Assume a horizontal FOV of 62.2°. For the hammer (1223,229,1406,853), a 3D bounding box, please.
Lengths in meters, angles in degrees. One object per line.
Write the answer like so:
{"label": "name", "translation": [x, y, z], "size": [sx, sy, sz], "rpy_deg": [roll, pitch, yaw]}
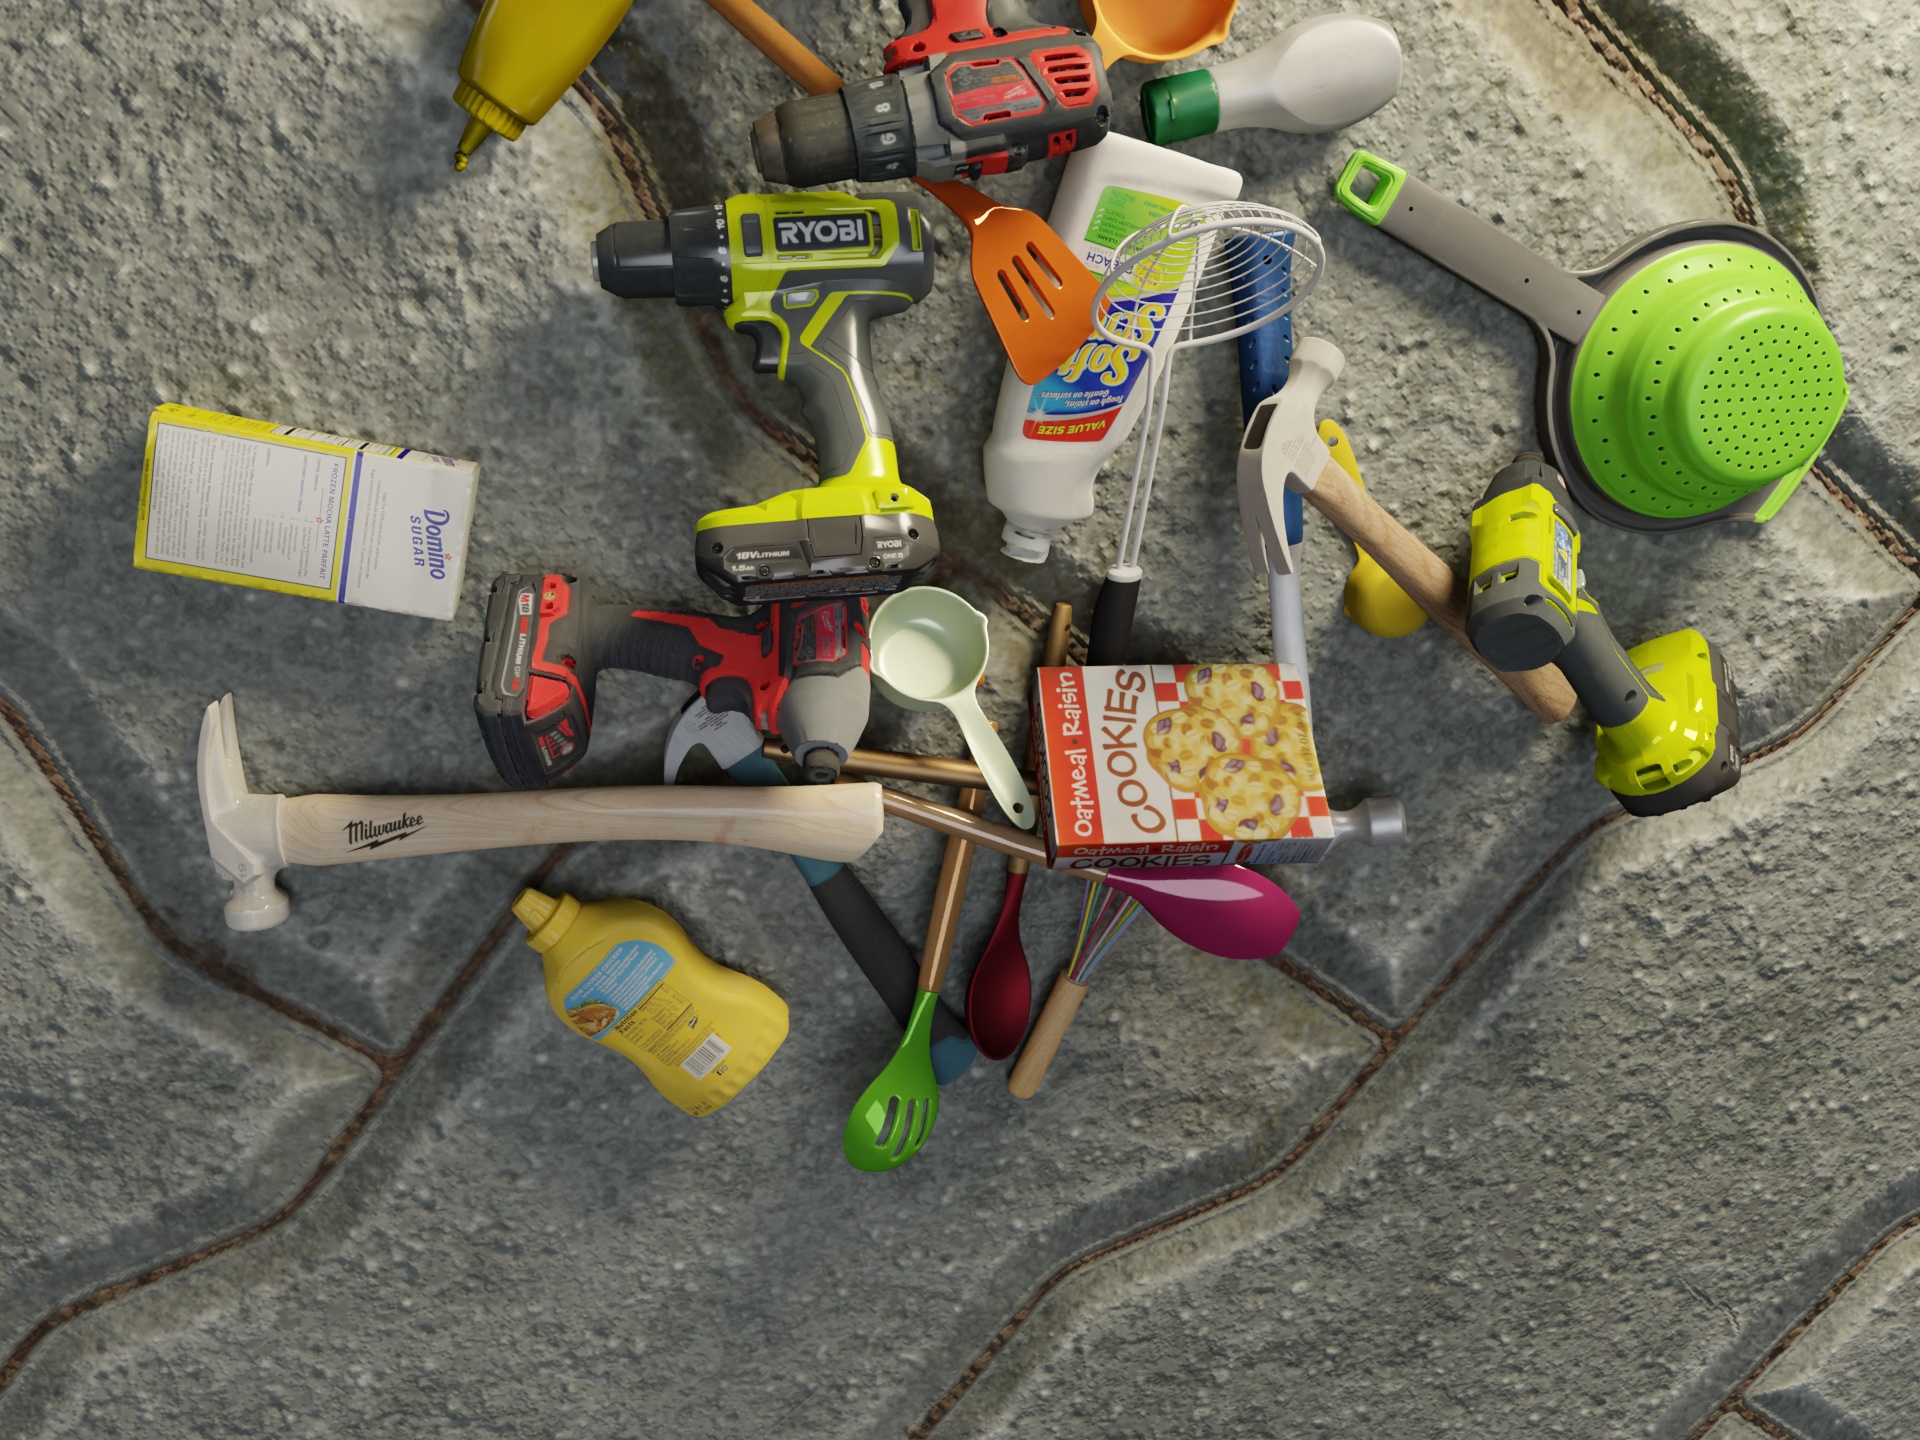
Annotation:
{"label": "hammer", "translation": [0.201, -0.101, 1.019], "size": [0.144, 0.035, 0.405], "rpy_deg": [-7, 107, 4]}

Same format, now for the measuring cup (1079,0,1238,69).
{"label": "measuring cup", "translation": [0.081, -0.387, 0.904], "size": [0.095, 0.052, 0.173], "rpy_deg": [40, 100, -19]}

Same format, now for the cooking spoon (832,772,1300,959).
{"label": "cooking spoon", "translation": [0.069, 0.091, 1.025], "size": [0.319, 0.017, 0.068], "rpy_deg": [19, 115, -8]}

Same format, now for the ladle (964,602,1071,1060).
{"label": "ladle", "translation": [0.042, 0.076, 1.060], "size": [0.069, 0.031, 0.315], "rpy_deg": [-8, 112, -51]}

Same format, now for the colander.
{"label": "colander", "translation": [0.409, -0.242, 0.982], "size": [0.397, 0.095, 0.204], "rpy_deg": [24, 103, -16]}

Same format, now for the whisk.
{"label": "whisk", "translation": [0.091, 0.160, 1.090], "size": [0.047, 0.051, 0.245], "rpy_deg": [-2, 121, -52]}

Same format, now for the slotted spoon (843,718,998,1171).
{"label": "slotted spoon", "translation": [-0.017, 0.152, 1.048], "size": [0.070, 0.031, 0.314], "rpy_deg": [11, 93, -37]}

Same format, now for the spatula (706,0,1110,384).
{"label": "spatula", "translation": [-0.050, -0.320, 0.877], "size": [0.322, 0.041, 0.081], "rpy_deg": [42, 70, 0]}

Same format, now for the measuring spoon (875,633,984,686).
{"label": "measuring spoon", "translation": [-0.038, -0.042, 1.019], "size": [0.117, 0.011, 0.021], "rpy_deg": [17, 105, -14]}

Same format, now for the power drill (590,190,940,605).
{"label": "power drill", "translation": [-0.104, -0.185, 0.896], "size": [0.190, 0.080, 0.228], "rpy_deg": [-5, 84, -8]}

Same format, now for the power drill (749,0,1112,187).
{"label": "power drill", "translation": [-0.033, -0.391, 0.829], "size": [0.188, 0.080, 0.227], "rpy_deg": [-13, 89, -5]}

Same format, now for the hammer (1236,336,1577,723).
{"label": "hammer", "translation": [0.292, -0.090, 1.010], "size": [0.331, 0.031, 0.130], "rpy_deg": [35, 78, -29]}

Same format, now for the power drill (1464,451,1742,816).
{"label": "power drill", "translation": [0.407, -0.057, 1.018], "size": [0.223, 0.171, 0.080], "rpy_deg": [41, 136, -24]}

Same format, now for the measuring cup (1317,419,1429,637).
{"label": "measuring cup", "translation": [0.265, -0.123, 1.031], "size": [0.062, 0.029, 0.156], "rpy_deg": [-27, 113, 0]}

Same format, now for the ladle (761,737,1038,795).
{"label": "ladle", "translation": [0.036, 0.036, 0.998], "size": [0.320, 0.062, 0.078], "rpy_deg": [8, 76, -8]}

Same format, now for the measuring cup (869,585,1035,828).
{"label": "measuring cup", "translation": [-0.002, -0.003, 0.987], "size": [0.083, 0.038, 0.168], "rpy_deg": [-26, 81, -20]}

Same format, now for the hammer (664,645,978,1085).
{"label": "hammer", "translation": [-0.080, 0.111, 1.051], "size": [0.128, 0.033, 0.330], "rpy_deg": [-32, 110, 1]}

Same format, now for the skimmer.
{"label": "skimmer", "translation": [0.117, -0.126, 0.930], "size": [0.127, 0.090, 0.363], "rpy_deg": [-5, 125, -19]}

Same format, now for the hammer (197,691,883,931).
{"label": "hammer", "translation": [-0.253, 0.051, 0.974], "size": [0.410, 0.038, 0.146], "rpy_deg": [-2, 107, -1]}

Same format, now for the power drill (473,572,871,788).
{"label": "power drill", "translation": [-0.161, -0.023, 0.929], "size": [0.219, 0.143, 0.078], "rpy_deg": [-2, 145, -3]}
